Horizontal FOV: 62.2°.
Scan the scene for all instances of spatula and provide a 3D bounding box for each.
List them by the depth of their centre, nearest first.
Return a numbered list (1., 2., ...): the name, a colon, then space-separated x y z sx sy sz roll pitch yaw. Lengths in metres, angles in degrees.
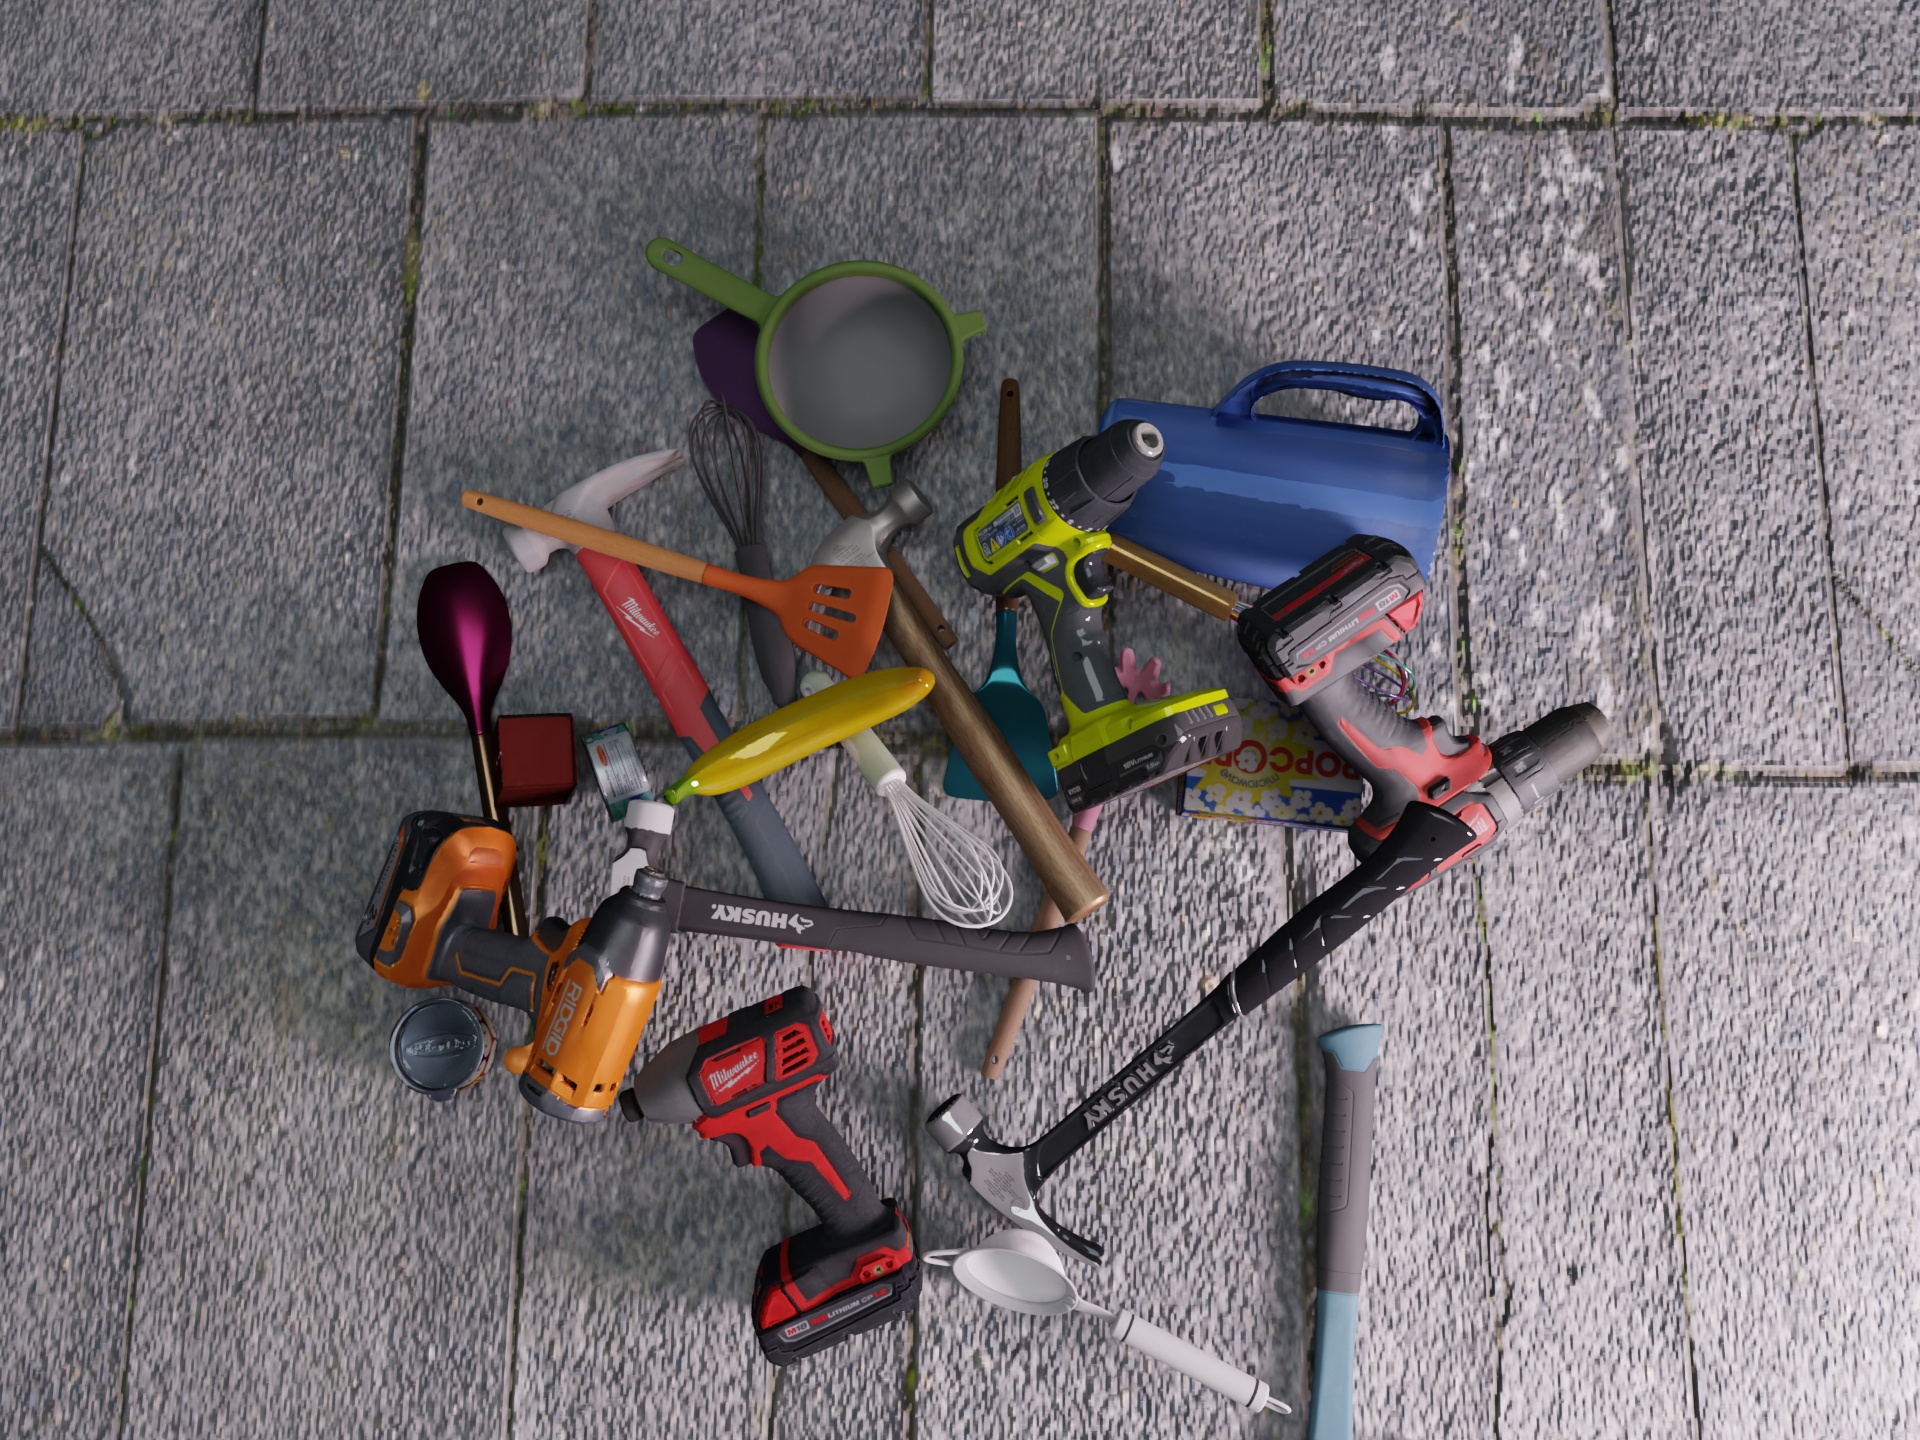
1. spatula: -0.205 -0.113 1.125 0.322 0.041 0.081 18 92 5
2. spatula: 0.033 -0.100 1.167 0.082 0.044 0.318 1 75 3
3. spatula: -0.100 -0.179 1.185 0.060 0.018 0.316 -37 80 -3

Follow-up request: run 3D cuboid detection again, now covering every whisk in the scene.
1. whisk: -0.044 0.049 1.095 0.059 0.057 0.247 -23 55 -25
2. whisk: 0.207 -0.067 1.098 0.245 0.051 0.047 26 73 -2
3. whisk: -0.153 -0.124 1.162 0.055 0.055 0.239 -14 85 -1

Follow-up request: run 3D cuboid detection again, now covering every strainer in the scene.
1. strainer: 0.099 0.393 1.048 0.258 0.086 0.050 26 48 5
2. strainer: -0.118 -0.281 1.178 0.256 0.069 0.151 30 84 7

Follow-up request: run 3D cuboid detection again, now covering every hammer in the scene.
1. hammer: 0.171 0.197 1.050 0.409 0.036 0.149 -42 87 11
2. hammer: 0.254 0.370 1.073 0.128 0.033 0.331 6 80 3
3. hammer: -0.073 0.149 1.081 0.334 0.035 0.146 8 77 -2
4. hammer: -0.002 -0.004 1.114 0.130 0.031 0.331 -36 74 12
5. hammer: -0.178 -0.011 1.147 0.143 0.038 0.386 -30 81 -6

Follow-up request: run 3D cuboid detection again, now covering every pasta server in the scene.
1. pasta server: 0.075 0.101 1.122 0.060 0.040 0.316 19 82 13

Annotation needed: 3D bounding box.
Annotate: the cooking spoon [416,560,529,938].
1. cooking spoon: -0.342 0.036 1.151 0.068 0.017 0.319 -13 80 -3

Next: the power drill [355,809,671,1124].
1. power drill: -0.286 0.140 1.048 0.227 0.084 0.164 25 94 32

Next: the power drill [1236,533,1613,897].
1. power drill: 0.307 -0.012 1.047 0.188 0.080 0.226 -34 107 5

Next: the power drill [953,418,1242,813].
1. power drill: 0.096 -0.070 1.049 0.080 0.190 0.228 -15 80 -37

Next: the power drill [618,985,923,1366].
1. power drill: -0.121 0.295 1.037 0.143 0.078 0.219 -22 100 -3

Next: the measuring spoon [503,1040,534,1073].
1. measuring spoon: -0.270 0.216 1.121 0.117 0.011 0.021 -28 81 -4
